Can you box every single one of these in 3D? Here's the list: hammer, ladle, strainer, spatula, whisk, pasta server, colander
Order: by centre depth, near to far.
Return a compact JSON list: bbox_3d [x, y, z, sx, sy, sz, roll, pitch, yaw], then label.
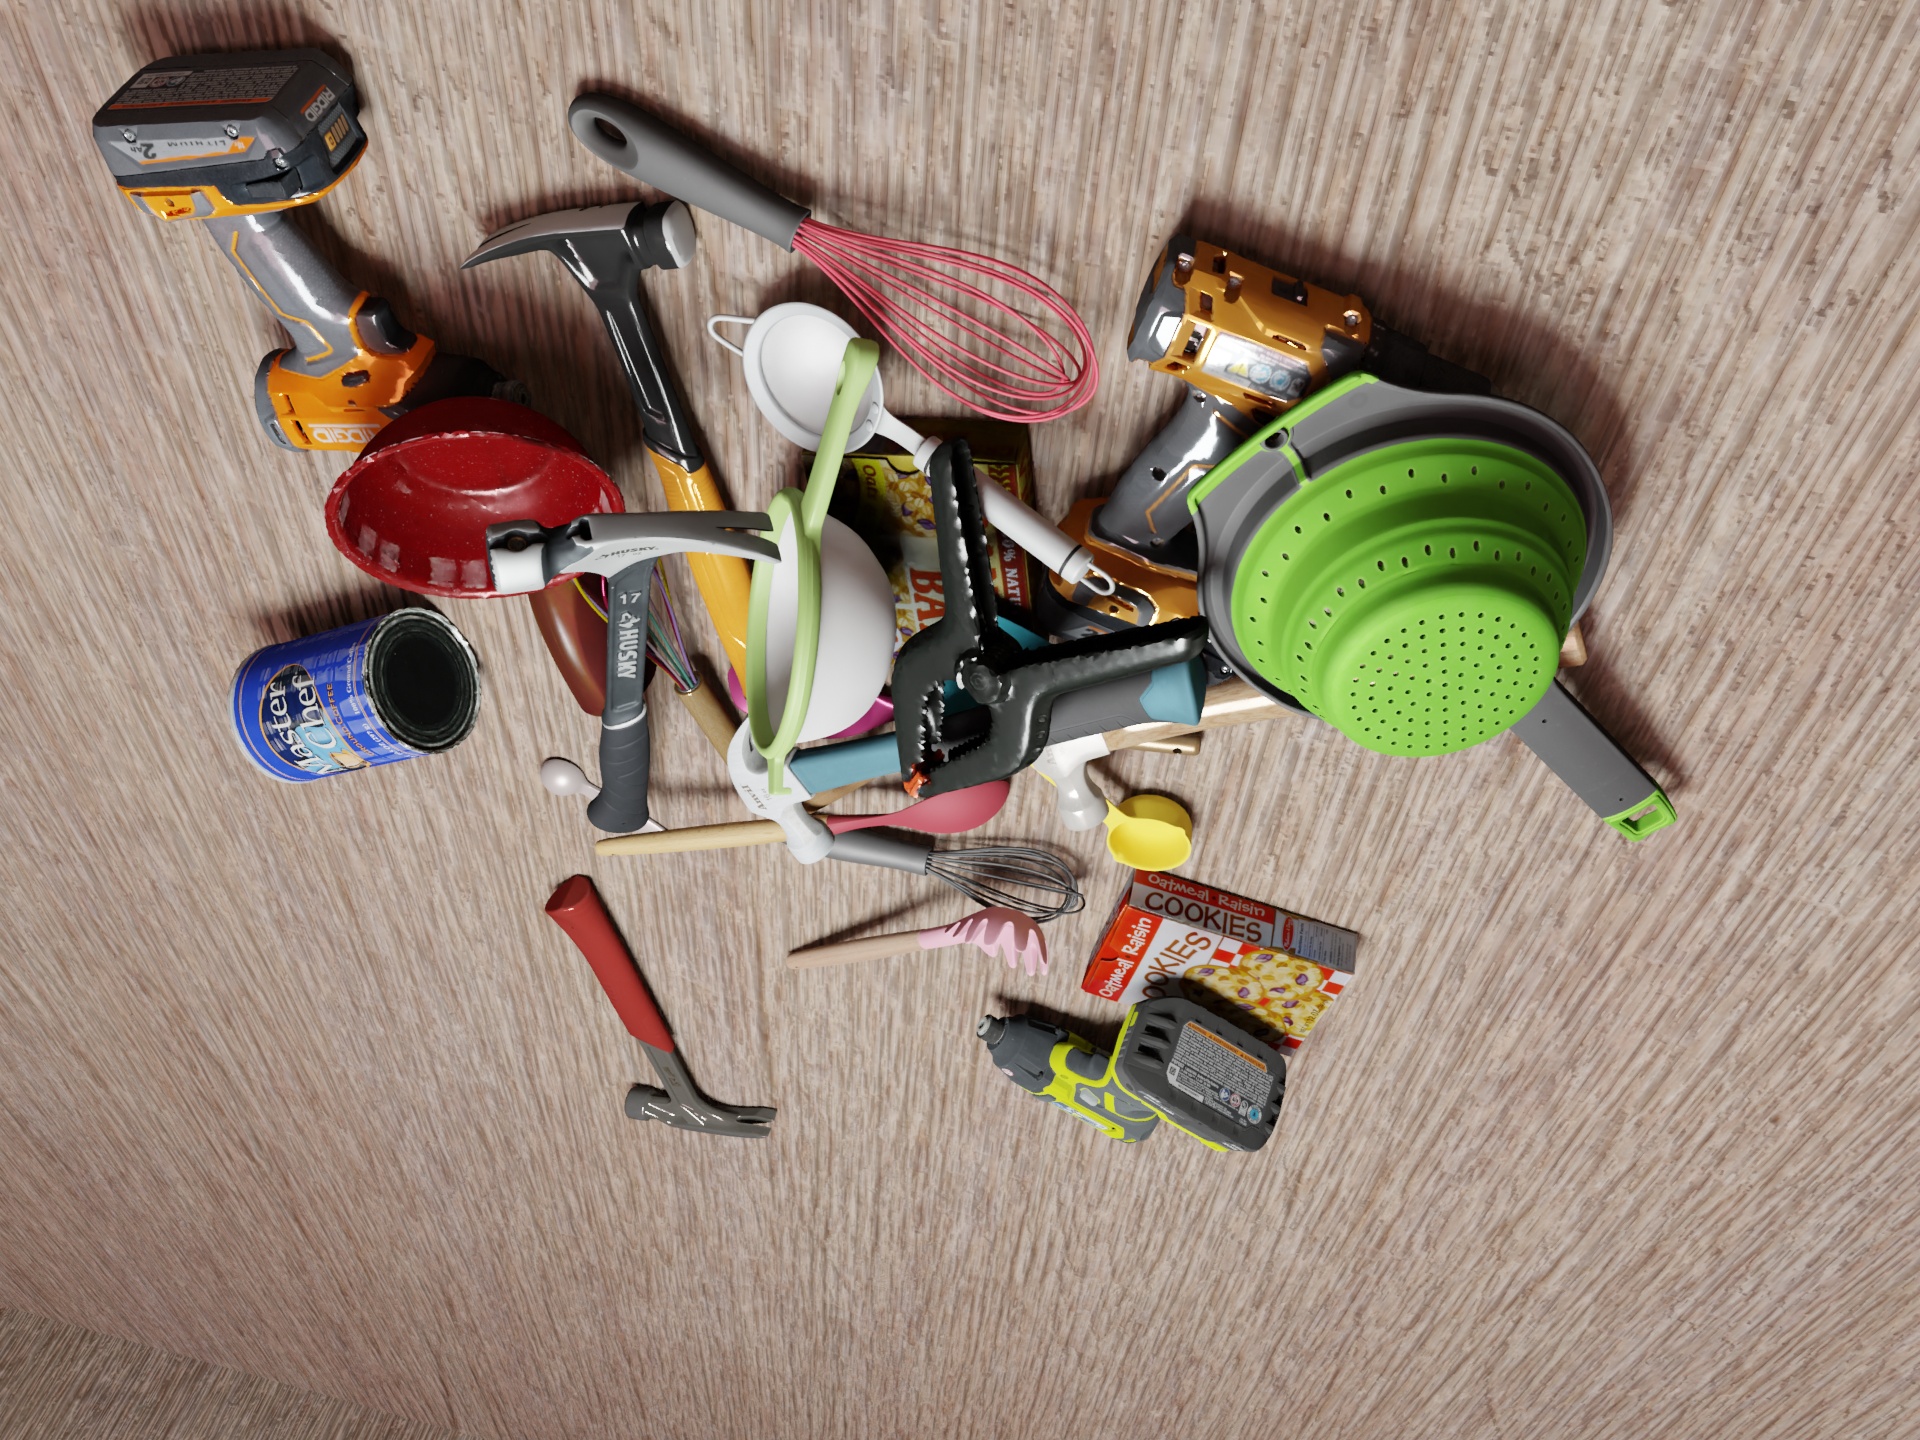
[{"bbox_3d":[-0.062,-0.235,0.792,0.296,0.073,0.073,28,138,-1],"label":"whisk"},{"bbox_3d":[0.279,-0.010,0.816,0.204,0.095,0.396,-35,127,27],"label":"colander"},{"bbox_3d":[-0.021,-0.144,0.838,0.258,0.050,0.086,38,136,10],"label":"strainer"},{"bbox_3d":[-0.059,-0.089,0.853,0.069,0.152,0.256,5,133,-19],"label":"strainer"},{"bbox_3d":[-0.168,-0.140,0.934,0.127,0.034,0.336,0,133,18],"label":"hammer"},{"bbox_3d":[0.191,-0.019,0.935,0.331,0.031,0.130,-12,118,24],"label":"hammer"},{"bbox_3d":[-0.004,0.012,0.935,0.331,0.033,0.128,-13,126,34],"label":"hammer"},{"bbox_3d":[-0.202,-0.015,0.980,0.149,0.036,0.408,-10,158,-17],"label":"hammer"},{"bbox_3d":[-0.042,0.012,1.036,0.082,0.044,0.317,26,152,-20],"label":"spatula"},{"bbox_3d":[-0.183,-0.039,1.040,0.051,0.047,0.244,24,155,34],"label":"whisk"},{"bbox_3d":[-0.117,0.075,1.122,0.315,0.031,0.069,-7,165,17],"label":"ladle"},{"bbox_3d":[-0.026,0.103,1.149,0.239,0.055,0.055,12,138,12],"label":"whisk"},{"bbox_3d":[-0.044,0.173,1.191,0.060,0.040,0.316,31,151,-29],"label":"pasta server"},{"bbox_3d":[-0.277,0.264,1.415,0.149,0.037,0.358,3,137,16],"label":"hammer"}]

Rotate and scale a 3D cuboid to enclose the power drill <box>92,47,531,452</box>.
[{"bbox_3d":[-0.338,-0.239,0.864,0.164,0.084,0.226,4,141,15],"label":"power drill"}]

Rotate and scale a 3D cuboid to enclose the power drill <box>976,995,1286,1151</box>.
[{"bbox_3d":[0.124,0.268,1.216,0.171,0.080,0.223,32,155,-19],"label":"power drill"}]

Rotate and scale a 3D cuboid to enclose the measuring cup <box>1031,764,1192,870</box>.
[{"bbox_3d":[0.093,0.046,1.056,0.156,0.029,0.062,39,134,-22],"label":"measuring cup"}]

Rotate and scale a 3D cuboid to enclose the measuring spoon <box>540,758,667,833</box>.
[{"bbox_3d":[-0.268,0.070,1.216,0.124,0.018,0.034,35,136,-20],"label":"measuring spoon"}]

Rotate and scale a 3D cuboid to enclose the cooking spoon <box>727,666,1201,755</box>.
[{"bbox_3d":[-0.002,-0.003,1.045,0.319,0.017,0.068,7,135,12],"label":"cooking spoon"}]

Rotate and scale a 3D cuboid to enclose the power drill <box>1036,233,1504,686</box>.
[{"bbox_3d":[0.152,-0.122,0.823,0.185,0.084,0.226,19,134,-4],"label":"power drill"}]
